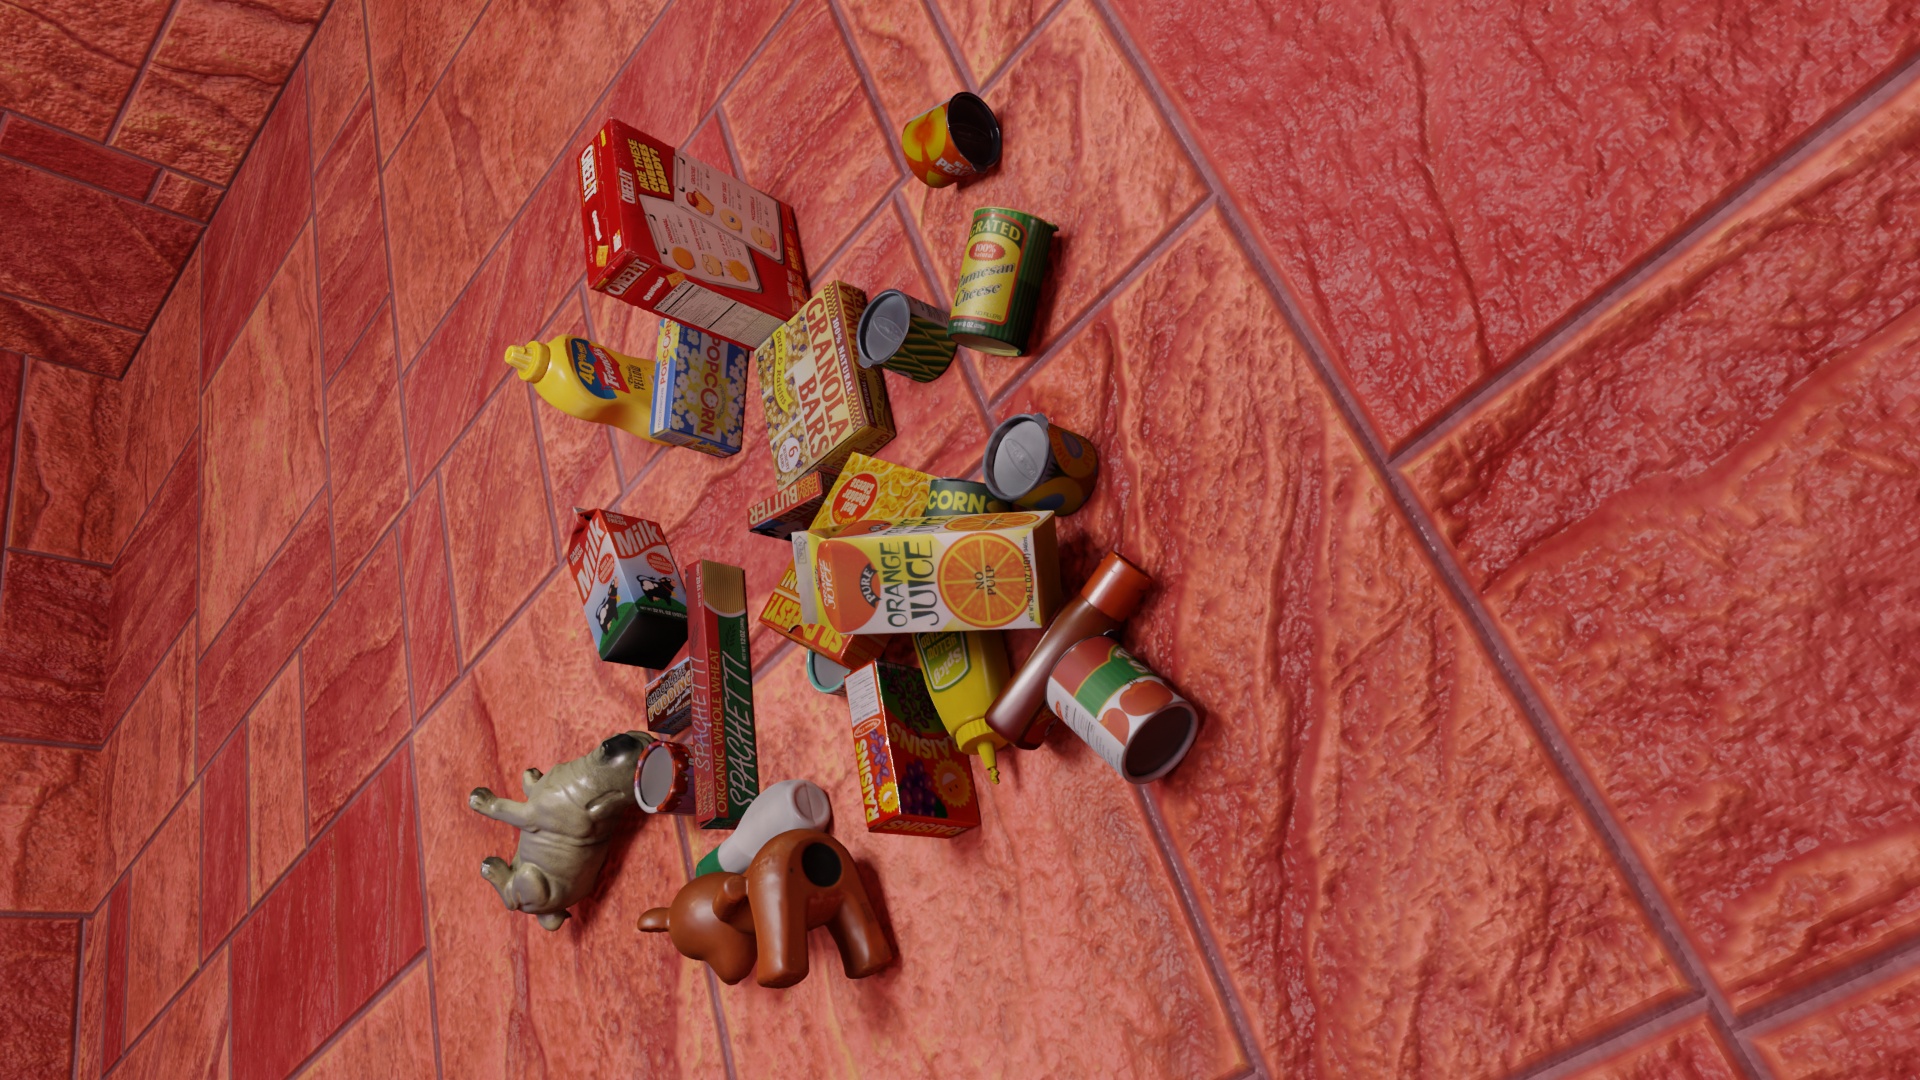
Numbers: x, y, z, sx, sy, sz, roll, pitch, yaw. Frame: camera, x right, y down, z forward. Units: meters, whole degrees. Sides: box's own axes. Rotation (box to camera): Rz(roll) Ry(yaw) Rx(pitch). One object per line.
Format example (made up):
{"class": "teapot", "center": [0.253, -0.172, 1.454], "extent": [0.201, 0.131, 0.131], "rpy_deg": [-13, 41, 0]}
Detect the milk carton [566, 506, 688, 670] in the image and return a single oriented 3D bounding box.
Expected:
{"class": "milk carton", "center": [-0.339, 0.035, 1.405], "extent": [0.073, 0.072, 0.191], "rpy_deg": [-51, 47, 23]}

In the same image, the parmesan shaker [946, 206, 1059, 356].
{"class": "parmesan shaker", "center": [0.034, -0.204, 1.103], "extent": [0.071, 0.071, 0.103], "rpy_deg": [8, 84, 47]}

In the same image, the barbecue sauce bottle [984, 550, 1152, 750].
{"class": "barbecue sauce bottle", "center": [0.077, 0.077, 0.974], "extent": [0.044, 0.065, 0.148], "rpy_deg": [37, 97, 20]}

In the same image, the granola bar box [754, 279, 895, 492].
{"class": "granola bar box", "center": [-0.127, -0.136, 1.265], "extent": [0.123, 0.039, 0.166], "rpy_deg": [-35, 55, 33]}

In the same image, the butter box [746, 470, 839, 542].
{"class": "butter box", "center": [-0.138, -0.030, 1.232], "extent": [0.103, 0.053, 0.024], "rpy_deg": [-25, 63, 39]}

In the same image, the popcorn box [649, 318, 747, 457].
{"class": "popcorn box", "center": [-0.257, -0.153, 1.371], "extent": [0.038, 0.085, 0.127], "rpy_deg": [-14, 68, 44]}

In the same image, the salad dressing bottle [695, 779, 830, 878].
{"class": "salad dressing bottle", "center": [-0.172, 0.256, 1.184], "extent": [0.147, 0.044, 0.064], "rpy_deg": [-40, 53, 32]}

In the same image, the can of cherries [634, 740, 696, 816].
{"class": "can of cherries", "center": [-0.256, 0.216, 1.271], "extent": [0.071, 0.058, 0.071], "rpy_deg": [-16, 67, 42]}

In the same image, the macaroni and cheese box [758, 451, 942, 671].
{"class": "macaroni and cheese box", "center": [-0.083, 0.016, 1.141], "extent": [0.124, 0.040, 0.167], "rpy_deg": [18, 75, 48]}

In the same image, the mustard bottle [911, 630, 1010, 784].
{"class": "mustard bottle", "center": [0.007, 0.107, 1.041], "extent": [0.065, 0.049, 0.161], "rpy_deg": [-35, 54, 28]}

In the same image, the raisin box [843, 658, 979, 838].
{"class": "raisin box", "center": [-0.037, 0.158, 1.045], "extent": [0.040, 0.086, 0.124], "rpy_deg": [-32, 56, 33]}

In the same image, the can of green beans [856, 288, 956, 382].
{"class": "can of green beans", "center": [-0.045, -0.173, 1.179], "extent": [0.071, 0.058, 0.071], "rpy_deg": [-16, 66, 42]}

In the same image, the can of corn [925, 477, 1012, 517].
{"class": "can of corn", "center": [0.004, -0.013, 1.068], "extent": [0.071, 0.071, 0.058], "rpy_deg": [2, 80, 46]}

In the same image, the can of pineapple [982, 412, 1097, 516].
{"class": "can of pineapple", "center": [0.061, -0.056, 1.033], "extent": [0.071, 0.058, 0.071], "rpy_deg": [-16, 67, 42]}

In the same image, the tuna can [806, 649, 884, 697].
{"class": "tuna can", "center": [-0.097, 0.100, 1.163], "extent": [0.071, 0.033, 0.071], "rpy_deg": [-17, 65, 42]}

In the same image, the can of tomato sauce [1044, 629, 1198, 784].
{"class": "can of tomato sauce", "center": [0.109, 0.111, 0.925], "extent": [0.083, 0.071, 0.071], "rpy_deg": [41, 107, 44]}

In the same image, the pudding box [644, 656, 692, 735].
{"class": "pudding box", "center": [-0.265, 0.147, 1.323], "extent": [0.083, 0.030, 0.050], "rpy_deg": [-32, 56, 35]}

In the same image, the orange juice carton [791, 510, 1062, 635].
{"class": "orange juice carton", "center": [-0.029, 0.024, 1.005], "extent": [0.193, 0.073, 0.071], "rpy_deg": [-3, 101, 15]}

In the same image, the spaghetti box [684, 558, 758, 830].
{"class": "spaghetti box", "center": [-0.218, 0.137, 1.264], "extent": [0.028, 0.050, 0.251], "rpy_deg": [-29, 58, 38]}

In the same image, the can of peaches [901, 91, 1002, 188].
{"class": "can of peaches", "center": [-0.007, -0.339, 1.188], "extent": [0.058, 0.071, 0.071], "rpy_deg": [-12, 69, 43]}
